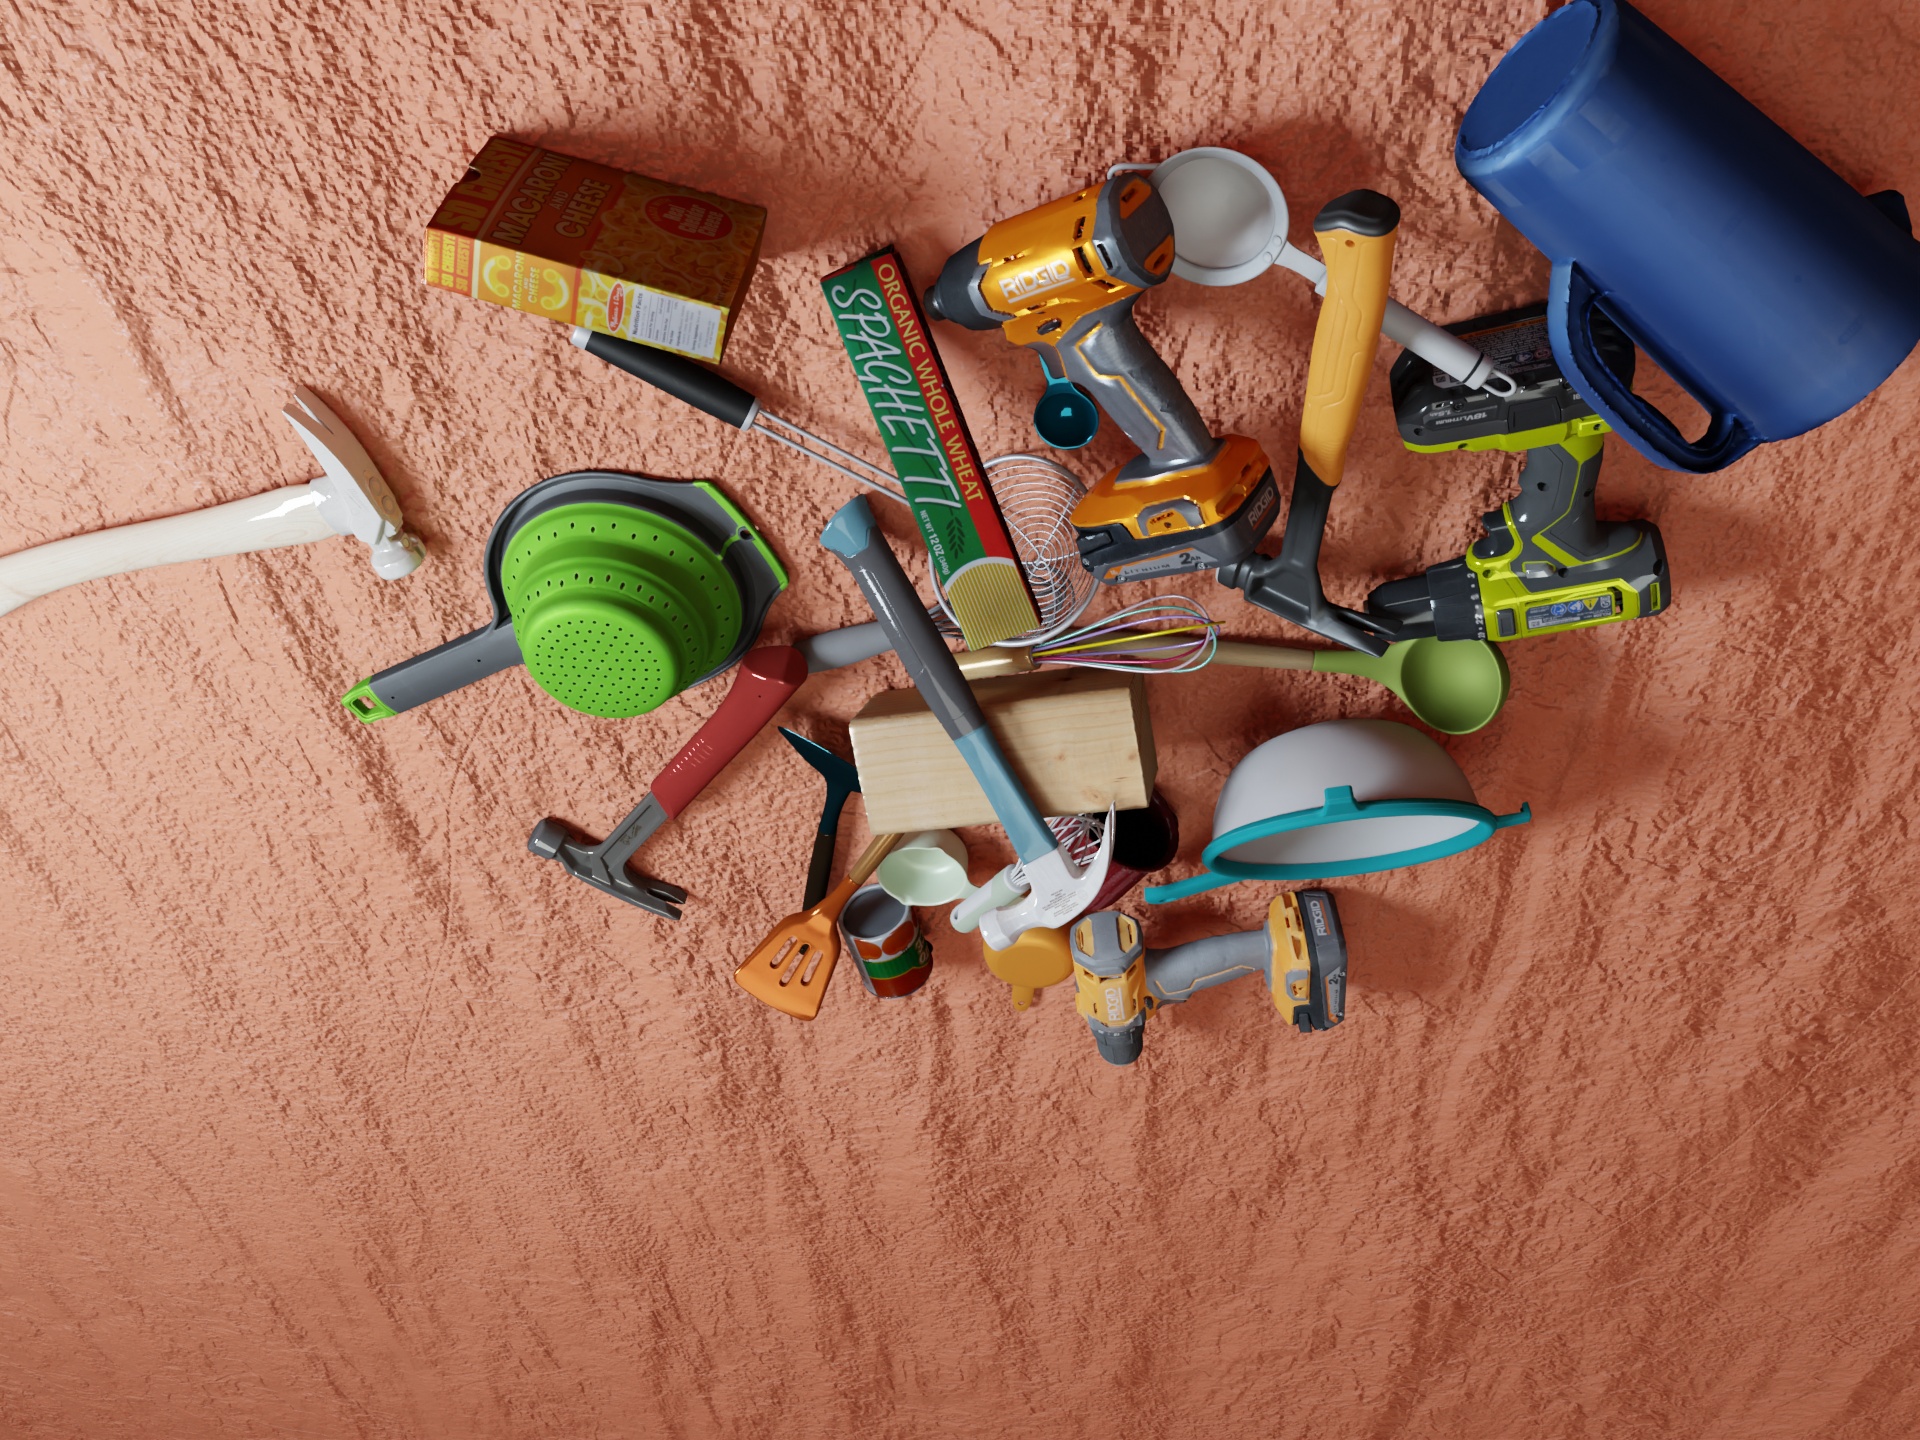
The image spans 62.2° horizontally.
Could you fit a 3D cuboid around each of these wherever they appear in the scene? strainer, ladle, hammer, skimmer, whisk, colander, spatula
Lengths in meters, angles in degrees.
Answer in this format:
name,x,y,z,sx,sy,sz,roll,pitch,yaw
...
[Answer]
name,x,y,z,sx,sy,sz,roll,pitch,yaw
strainer,0.246,0.069,1.223,0.211,0.095,0.340,6,161,-30
ladle,0.225,-0.042,1.131,0.320,0.062,0.078,6,109,6
hammer,-0.214,0.052,1.274,0.149,0.037,0.359,29,136,-20
skimmer,-0.078,-0.166,1.018,0.363,0.090,0.127,25,102,-14
whisk,-0.029,-0.065,1.146,0.239,0.055,0.055,-13,132,25
hammer,0.222,-0.165,0.938,0.127,0.034,0.336,29,154,21
hammer,-0.002,-0.004,1.105,0.128,0.033,0.331,-28,98,18
whisk,0.074,-0.049,1.133,0.245,0.047,0.051,-8,121,31
colander,-0.317,-0.044,1.165,0.397,0.095,0.204,-20,130,24
strainer,0.201,-0.252,0.896,0.258,0.050,0.086,32,142,0
hammer,-0.599,-0.134,1.153,0.410,0.038,0.146,-9,132,16
whisk,0.047,0.121,1.242,0.059,0.058,0.246,21,148,-15
spatula,-0.072,0.117,1.289,0.081,0.041,0.322,32,117,-12
spatula,-0.122,0.112,1.337,0.082,0.044,0.317,28,139,13

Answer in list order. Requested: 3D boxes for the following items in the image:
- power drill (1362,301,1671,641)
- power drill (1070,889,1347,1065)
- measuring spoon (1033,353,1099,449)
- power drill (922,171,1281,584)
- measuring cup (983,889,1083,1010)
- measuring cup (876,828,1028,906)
name,x,y,z,sx,sy,sz,roll,pitch,yaw
power drill,0.341,-0.139,1.005,0.190,0.080,0.228,-9,136,18
power drill,0.212,0.230,1.372,0.226,0.084,0.185,-7,135,4
measuring spoon,0.060,-0.231,0.992,0.042,0.021,0.128,-4,125,14
power drill,0.079,-0.195,0.943,0.164,0.084,0.226,-6,124,42
measuring cup,0.060,0.225,1.420,0.095,0.052,0.173,6,133,1
measuring cup,0.011,0.131,1.344,0.167,0.038,0.083,17,135,-13
